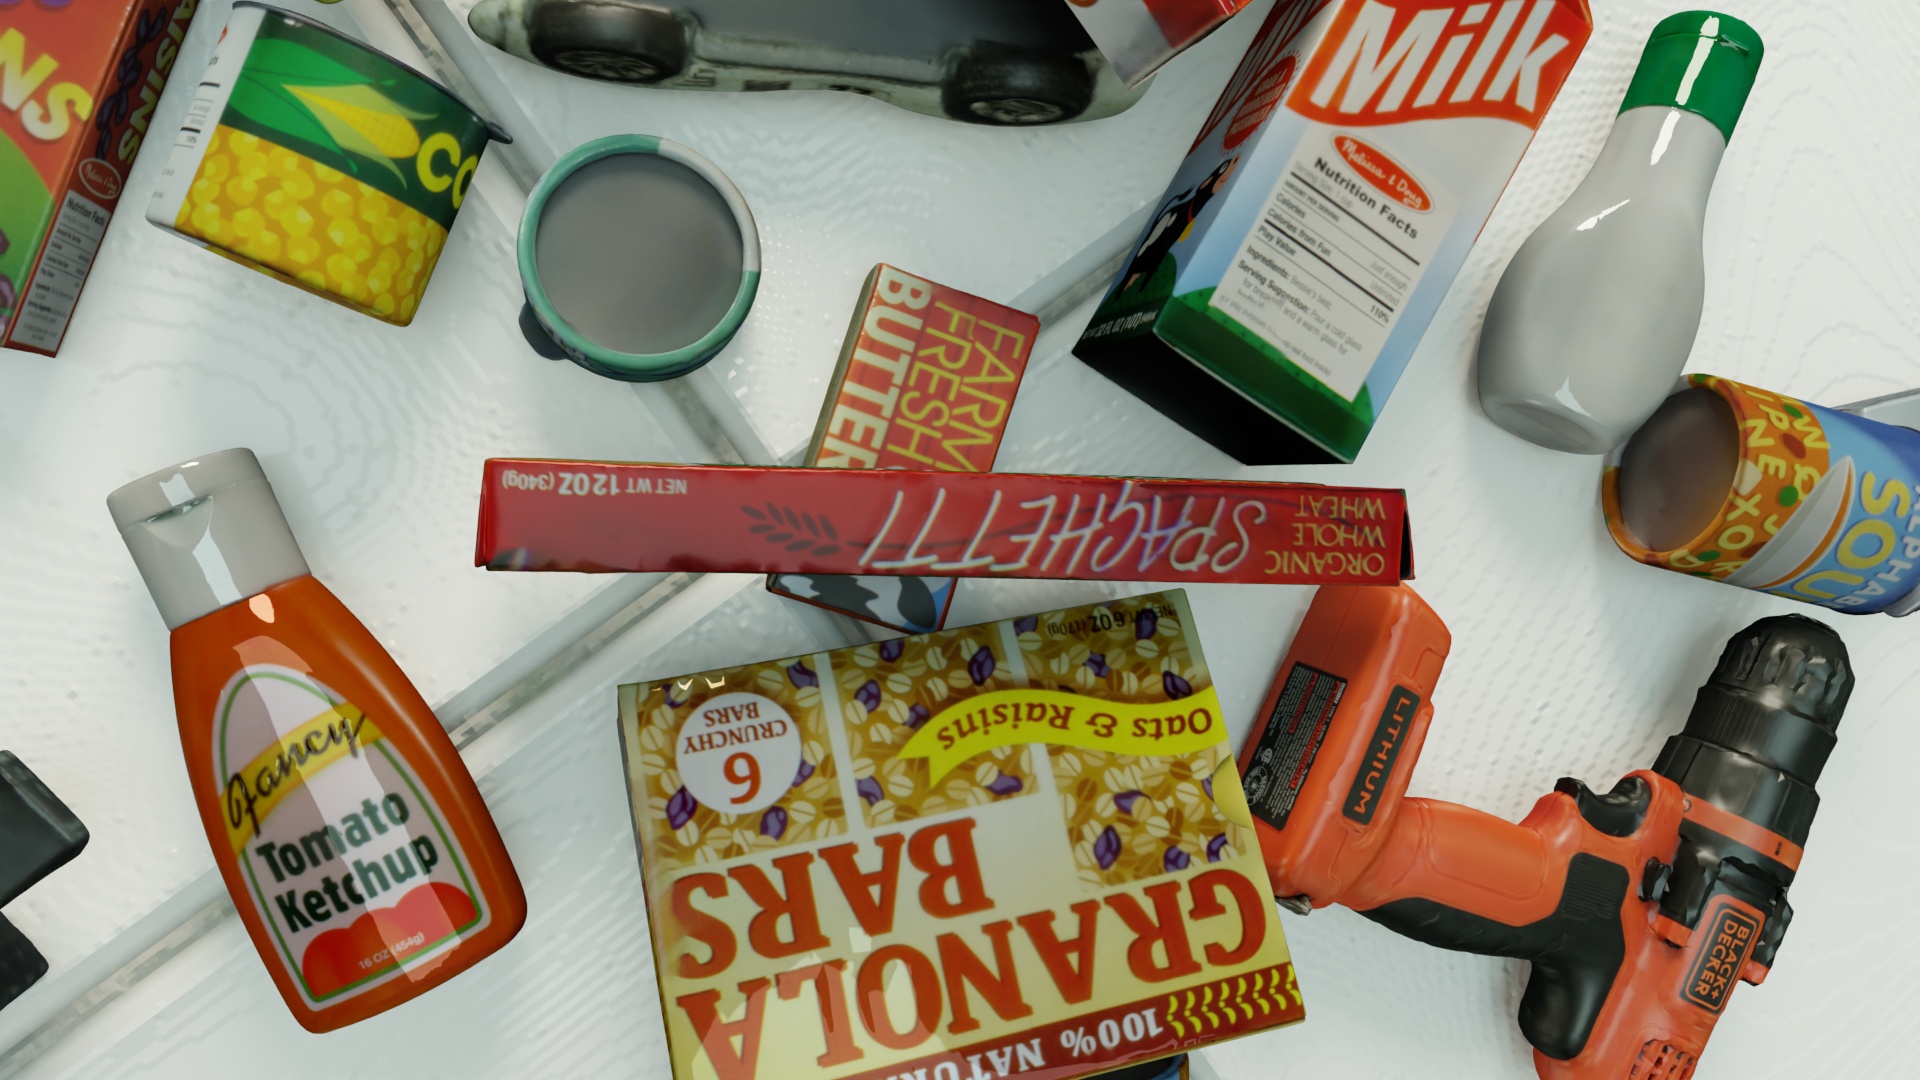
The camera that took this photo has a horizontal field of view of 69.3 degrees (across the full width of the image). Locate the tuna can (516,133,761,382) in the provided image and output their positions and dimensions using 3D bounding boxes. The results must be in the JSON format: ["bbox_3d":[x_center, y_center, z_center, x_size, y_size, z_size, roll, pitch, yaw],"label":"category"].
[{"bbox_3d":[-0.092,-0.077,0.390,0.071,0.033,0.071,0,91,-14],"label":"tuna can"}]

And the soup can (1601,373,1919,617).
[{"bbox_3d":[0.271,-0.013,0.462,0.084,0.071,0.071,12,89,-13],"label":"soup can"}]

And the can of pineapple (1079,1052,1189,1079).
[{"bbox_3d":[0.036,0.178,0.411,0.071,0.071,0.058,-1,92,-14],"label":"can of pineapple"}]

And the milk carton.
[{"bbox_3d":[0.119,-0.121,0.421,0.073,0.072,0.190,31,85,-13],"label":"milk carton"}]

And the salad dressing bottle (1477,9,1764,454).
[{"bbox_3d":[0.223,-0.103,0.462,0.064,0.044,0.148,26,84,-4],"label":"salad dressing bottle"}]

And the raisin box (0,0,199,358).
[{"bbox_3d":[-0.254,-0.119,0.345,0.086,0.040,0.123,20,86,-13],"label":"raisin box"}]

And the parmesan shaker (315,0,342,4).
[{"bbox_3d":[-0.171,-0.186,0.332,0.103,0.071,0.071,37,82,13],"label":"parmesan shaker"}]

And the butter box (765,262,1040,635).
[{"bbox_3d":[-0.017,-0.026,0.414,0.053,0.024,0.103,19,87,-14],"label":"butter box"}]

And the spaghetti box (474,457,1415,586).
[{"bbox_3d":[0.001,-0.005,0.379,0.250,0.050,0.028,1,93,-14],"label":"spaghetti box"}]

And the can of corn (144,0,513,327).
[{"bbox_3d":[-0.160,-0.093,0.355,0.071,0.071,0.058,22,87,-13],"label":"can of corn"}]

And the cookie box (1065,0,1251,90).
[{"bbox_3d":[0.057,-0.209,0.377,0.123,0.040,0.168,51,47,-10],"label":"cookie box"}]

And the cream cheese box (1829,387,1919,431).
[{"bbox_3d":[0.365,-0.032,0.509,0.104,0.024,0.053,-13,93,-14],"label":"cream cheese box"}]

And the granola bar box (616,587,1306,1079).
[{"bbox_3d":[-0.002,0.088,0.380,0.166,0.039,0.124,-9,72,-15],"label":"granola bar box"}]

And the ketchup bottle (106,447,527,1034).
[{"bbox_3d":[-0.173,0.050,0.367,0.065,0.043,0.148,-24,96,-12],"label":"ketchup bottle"}]
